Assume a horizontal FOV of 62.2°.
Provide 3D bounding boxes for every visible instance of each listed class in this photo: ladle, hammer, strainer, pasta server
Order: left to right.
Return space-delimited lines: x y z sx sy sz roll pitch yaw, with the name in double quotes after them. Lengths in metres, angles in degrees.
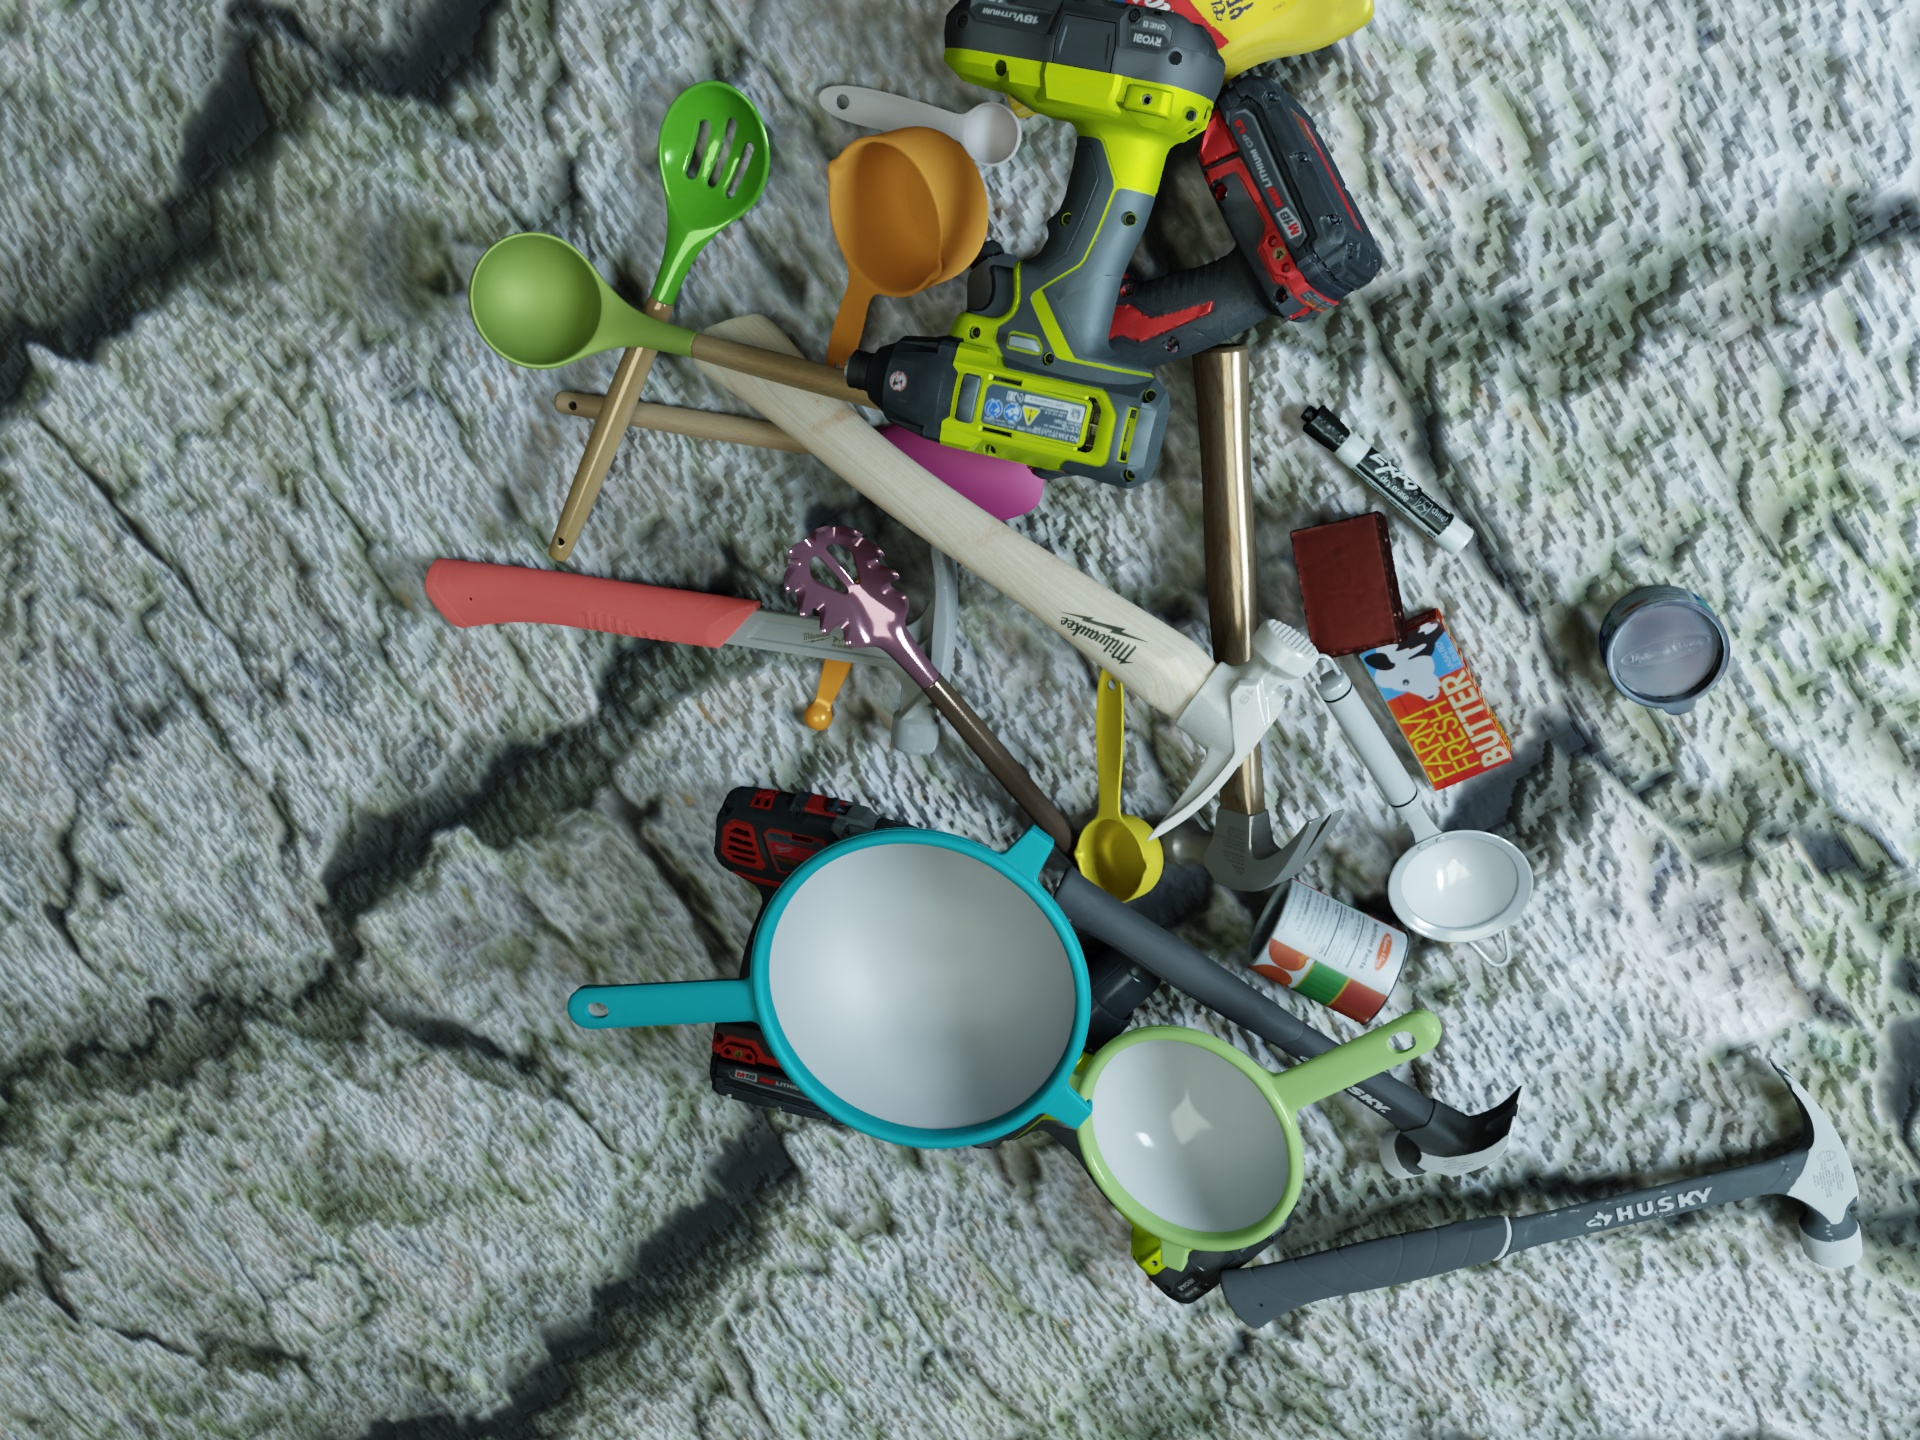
-0.179 -0.077 1.039 0.359 0.037 0.149 9 109 11 "hammer"
-0.132 -0.211 0.917 0.320 0.062 0.078 17 99 9 "ladle"
-0.080 0.160 1.019 0.340 0.095 0.211 -6 105 14 "strainer"
-0.002 -0.003 0.990 0.060 0.040 0.316 -38 117 5 "pasta server"
0.003 -0.101 0.943 0.411 0.038 0.146 37 113 10 "hammer"
0.165 -0.055 0.949 0.130 0.031 0.331 14 115 50 "hammer"
0.190 0.227 0.983 0.256 0.069 0.151 -35 85 31 "strainer"
0.200 0.191 1.013 0.334 0.035 0.146 33 150 -6 "hammer"
0.272 0.051 0.959 0.087 0.050 0.258 -26 120 22 "strainer"
0.371 0.330 1.038 0.409 0.036 0.149 -15 109 7 "hammer"

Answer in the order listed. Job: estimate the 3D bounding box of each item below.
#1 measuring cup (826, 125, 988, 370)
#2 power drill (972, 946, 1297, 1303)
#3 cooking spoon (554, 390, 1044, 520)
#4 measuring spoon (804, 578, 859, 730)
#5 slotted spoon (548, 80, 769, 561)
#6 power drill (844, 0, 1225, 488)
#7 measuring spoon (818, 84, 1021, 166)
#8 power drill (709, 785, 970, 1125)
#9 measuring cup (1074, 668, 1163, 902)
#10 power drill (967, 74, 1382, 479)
-0.039 -0.265 0.927 0.095 0.052 0.173 46 143 14 "measuring cup"
0.123 0.272 1.097 0.228 0.080 0.190 43 110 -4 "power drill"
-0.104 -0.175 0.993 0.319 0.017 0.068 11 110 9 "cooking spoon"
-0.080 -0.042 1.047 0.021 0.011 0.117 24 115 3 "measuring spoon"
-0.194 -0.235 0.972 0.070 0.031 0.313 29 112 2 "slotted spoon"
0.037 -0.245 0.811 0.171 0.080 0.223 16 106 13 "power drill"
-0.022 -0.344 0.907 0.124 0.018 0.034 17 116 13 "measuring spoon"
-0.082 0.161 1.101 0.188 0.080 0.226 11 112 8 "power drill"
0.105 0.039 1.025 0.062 0.029 0.156 5 98 45 "measuring cup"
0.103 -0.244 0.874 0.219 0.078 0.143 -29 79 28 "power drill"
